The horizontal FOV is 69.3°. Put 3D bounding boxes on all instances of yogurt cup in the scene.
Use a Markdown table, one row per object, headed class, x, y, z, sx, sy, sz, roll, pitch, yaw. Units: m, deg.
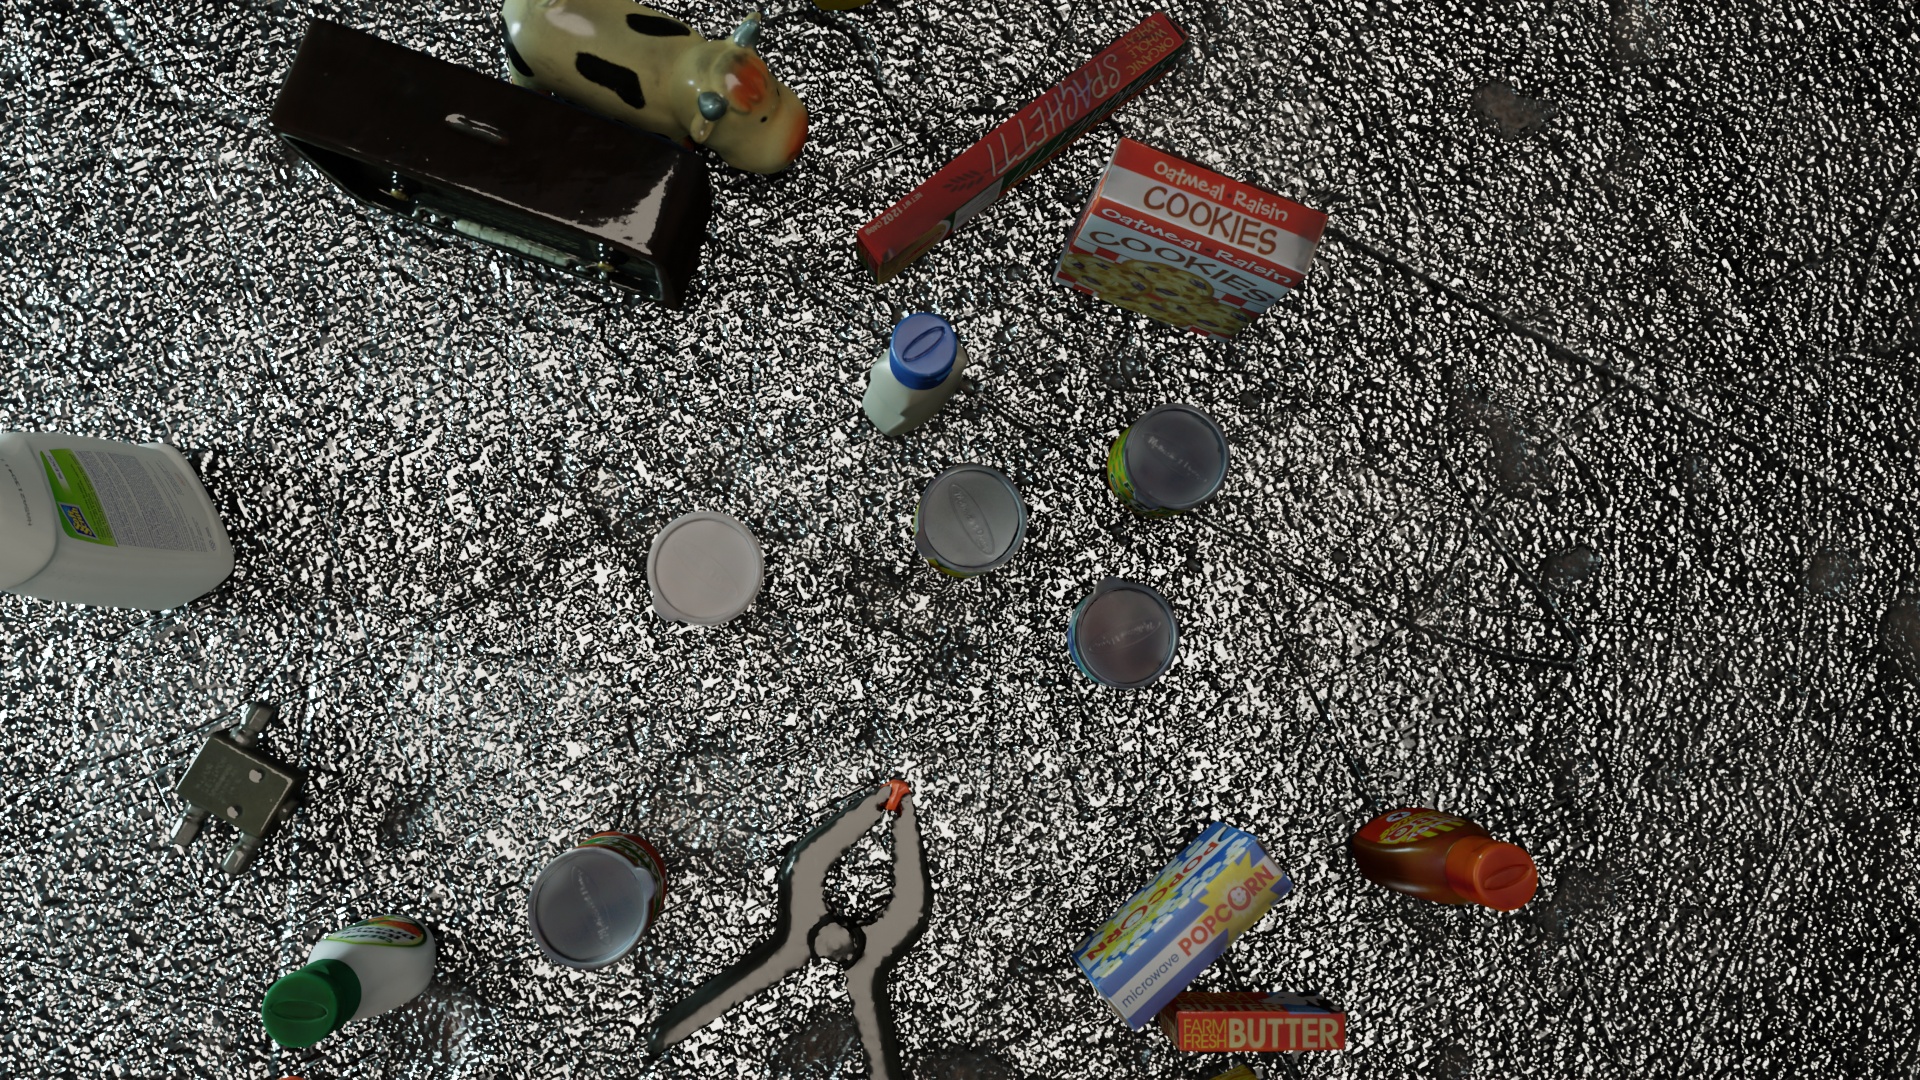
| class | x | y | z | sx | sy | sz | roll | pitch | yaw |
| --- | --- | --- | --- | --- | --- | --- | --- | --- | --- |
| yogurt cup | -0.152 | 0.018 | 0.840 | 0.072 | 0.054 | 0.072 | 1 | 84 | -5 |

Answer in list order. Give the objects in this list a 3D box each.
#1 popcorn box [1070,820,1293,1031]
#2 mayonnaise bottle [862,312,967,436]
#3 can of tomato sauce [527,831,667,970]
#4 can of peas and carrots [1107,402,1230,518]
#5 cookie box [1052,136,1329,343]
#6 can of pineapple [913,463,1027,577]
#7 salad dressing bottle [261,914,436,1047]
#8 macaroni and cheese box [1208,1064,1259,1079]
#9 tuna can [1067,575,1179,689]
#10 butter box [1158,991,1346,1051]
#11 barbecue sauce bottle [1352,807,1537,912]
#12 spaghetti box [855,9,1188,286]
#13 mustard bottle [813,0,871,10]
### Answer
| class | x | y | z | sx | sy | sz | roll | pitch | yaw |
| --- | --- | --- | --- | --- | --- | --- | --- | --- | --- |
| popcorn box | 0.130 | 0.227 | 0.828 | 0.127 | 0.085 | 0.038 | -40 | 89 | -8 |
| mayonnaise bottle | -0.025 | -0.099 | 0.816 | 0.065 | 0.148 | 0.041 | -38 | 89 | -7 |
| can of tomato sauce | -0.205 | 0.204 | 0.801 | 0.071 | 0.083 | 0.071 | 1 | 84 | -5 |
| can of peas and carrots | 0.128 | -0.046 | 0.870 | 0.071 | 0.058 | 0.071 | 1 | 84 | -5 |
| cookie box | 0.130 | -0.174 | 0.829 | 0.123 | 0.167 | 0.040 | 20 | 83 | -3 |
| can of pineapple | 0.003 | -0.011 | 0.855 | 0.071 | 0.058 | 0.071 | 1 | 84 | -5 |
| salad dressing bottle | -0.331 | 0.238 | 0.754 | 0.064 | 0.147 | 0.044 | 7 | 84 | -4 |
| macaroni and cheese box | 0.133 | 0.357 | 0.774 | 0.124 | 0.166 | 0.040 | -21 | 87 | -7 |
| tuna can | 0.100 | 0.057 | 0.870 | 0.071 | 0.033 | 0.071 | 1 | 84 | -5 |
| butter box | 0.175 | 0.291 | 0.842 | 0.103 | 0.053 | 0.024 | 1 | 85 | -5 |
| barbecue sauce bottle | 0.286 | 0.187 | 0.815 | 0.065 | 0.148 | 0.043 | -19 | 87 | -6 |
| spaghetti box | 0.038 | -0.251 | 0.887 | 0.250 | 0.050 | 0.028 | -38 | 89 | -8 |
| mustard bottle | -0.068 | -0.376 | 0.835 | 0.065 | 0.160 | 0.049 | -21 | 87 | -7 |
